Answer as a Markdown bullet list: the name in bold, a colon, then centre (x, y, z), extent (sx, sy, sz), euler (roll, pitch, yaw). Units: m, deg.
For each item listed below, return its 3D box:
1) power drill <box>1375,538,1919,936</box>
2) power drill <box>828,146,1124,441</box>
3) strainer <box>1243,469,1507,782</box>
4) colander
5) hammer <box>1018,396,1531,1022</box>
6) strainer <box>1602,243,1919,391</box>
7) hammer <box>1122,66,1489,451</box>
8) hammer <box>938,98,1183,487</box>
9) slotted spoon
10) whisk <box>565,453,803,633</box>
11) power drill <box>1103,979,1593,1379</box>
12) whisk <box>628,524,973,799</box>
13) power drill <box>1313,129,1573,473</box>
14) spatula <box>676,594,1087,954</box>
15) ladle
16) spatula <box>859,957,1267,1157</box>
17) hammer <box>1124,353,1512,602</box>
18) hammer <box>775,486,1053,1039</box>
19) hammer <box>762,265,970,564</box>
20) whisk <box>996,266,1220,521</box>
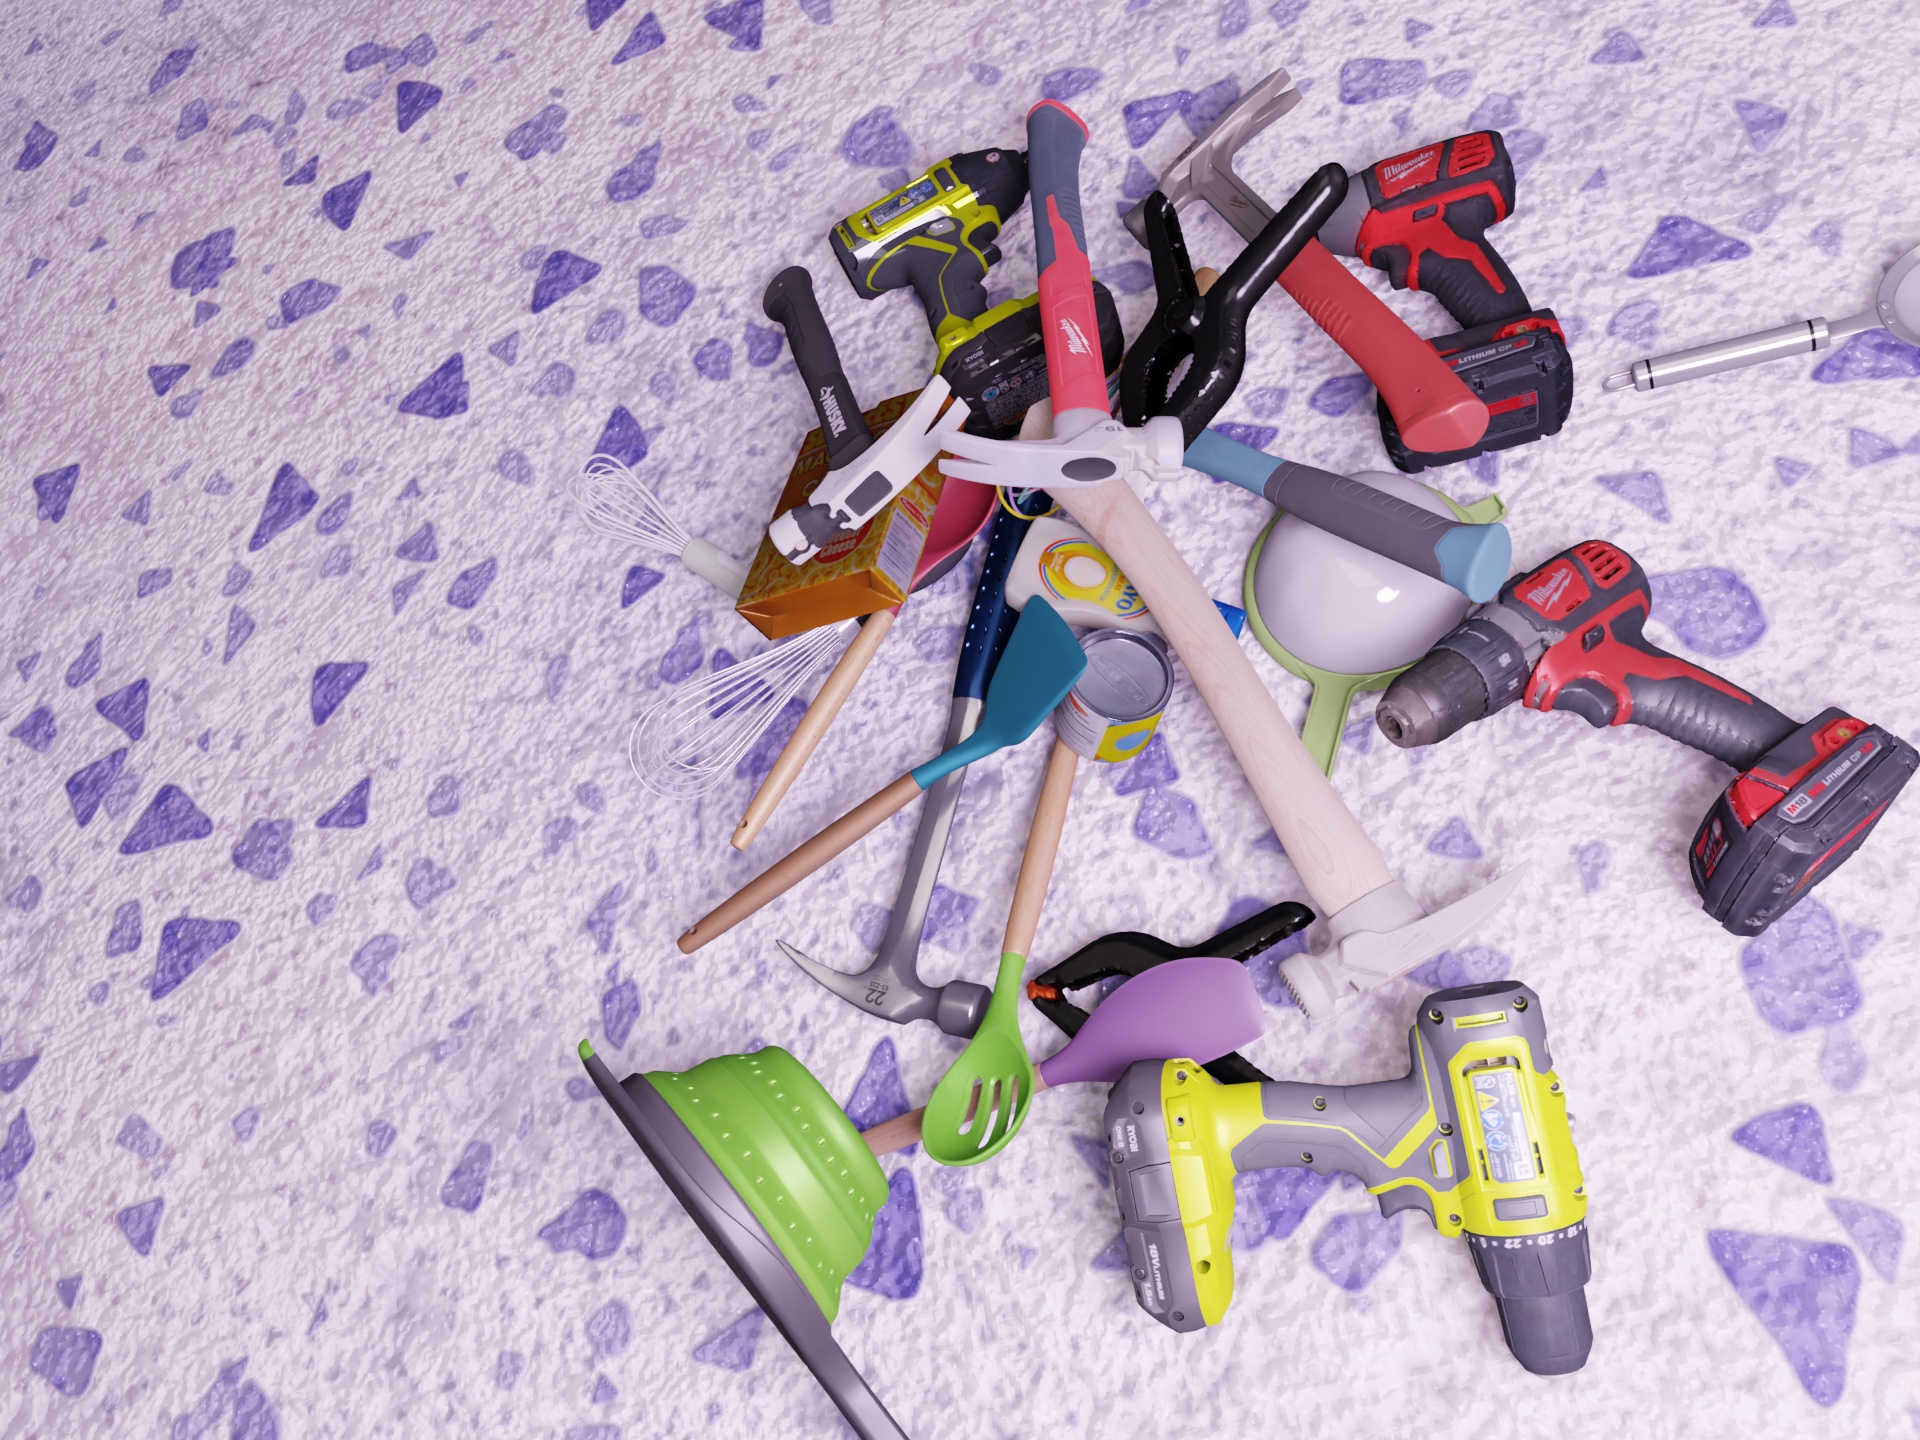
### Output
- **power drill**: centre (0.355, 0.008, 0.849), extent (0.188, 0.080, 0.227), euler (-30, 55, -23)
- **power drill**: centre (0.020, -0.321, 1.151), extent (0.171, 0.080, 0.223), euler (-29, 58, 1)
- **strainer**: centre (0.227, -0.051, 0.955), extent (0.151, 0.069, 0.256), euler (11, 70, 24)
- **colander**: centre (-0.054, 0.310, 0.867), extent (0.094, 0.204, 0.397), euler (-36, 77, -19)
- **hammer**: centre (0.158, -0.037, 0.931), extent (0.146, 0.038, 0.411), euler (-30, 68, 1)
- **strainer**: centre (0.519, -0.232, 0.946), extent (0.258, 0.050, 0.087), euler (-11, 58, 22)
- **hammer**: centre (0.231, -0.288, 1.008), extent (0.149, 0.036, 0.360), euler (-41, 45, 15)
- **hammer**: centre (0.053, -0.294, 1.046), extent (0.143, 0.038, 0.387), euler (0, 50, -2)
- **slotted spoon**: centre (0.040, 0.118, 0.947), extent (0.070, 0.031, 0.314), euler (-9, 51, 36)
- **whisk**: centre (-0.200, -0.127, 1.164), extent (0.246, 0.058, 0.059), euler (32, 116, 25)
- **power drill**: centre (0.202, 0.245, 0.817), extent (0.228, 0.080, 0.190), euler (-12, 85, 16)
- **whisk**: centre (-0.104, -0.045, 1.089), extent (0.284, 0.070, 0.070), euler (-37, 60, -4)
- **power drill**: centre (0.303, -0.276, 1.027), extent (0.143, 0.078, 0.220), euler (-14, 60, 14)
- **spatula**: centre (-0.054, 0.046, 0.991), extent (0.317, 0.044, 0.082), euler (-36, 43, 4)
- **ladle**: centre (-0.062, -0.050, 1.044), extent (0.069, 0.031, 0.315), euler (21, 73, 38)
- **spatula**: centre (0.026, 0.212, 0.920), extent (0.316, 0.018, 0.060), euler (-26, 69, 17)
- **hammer**: centre (0.202, -0.142, 0.958), extent (0.128, 0.033, 0.331), euler (-50, 37, -1)
- **hammer**: centre (-0.002, -0.003, 1.039), extent (0.144, 0.035, 0.406), euler (8, 70, 23)
- **hammer**: centre (-0.091, -0.243, 1.115), extent (0.146, 0.035, 0.335), euler (-37, 38, 13)
- **whisk**: centre (0.103, -0.228, 1.075), extent (0.047, 0.051, 0.245), euler (34, 69, 14)
